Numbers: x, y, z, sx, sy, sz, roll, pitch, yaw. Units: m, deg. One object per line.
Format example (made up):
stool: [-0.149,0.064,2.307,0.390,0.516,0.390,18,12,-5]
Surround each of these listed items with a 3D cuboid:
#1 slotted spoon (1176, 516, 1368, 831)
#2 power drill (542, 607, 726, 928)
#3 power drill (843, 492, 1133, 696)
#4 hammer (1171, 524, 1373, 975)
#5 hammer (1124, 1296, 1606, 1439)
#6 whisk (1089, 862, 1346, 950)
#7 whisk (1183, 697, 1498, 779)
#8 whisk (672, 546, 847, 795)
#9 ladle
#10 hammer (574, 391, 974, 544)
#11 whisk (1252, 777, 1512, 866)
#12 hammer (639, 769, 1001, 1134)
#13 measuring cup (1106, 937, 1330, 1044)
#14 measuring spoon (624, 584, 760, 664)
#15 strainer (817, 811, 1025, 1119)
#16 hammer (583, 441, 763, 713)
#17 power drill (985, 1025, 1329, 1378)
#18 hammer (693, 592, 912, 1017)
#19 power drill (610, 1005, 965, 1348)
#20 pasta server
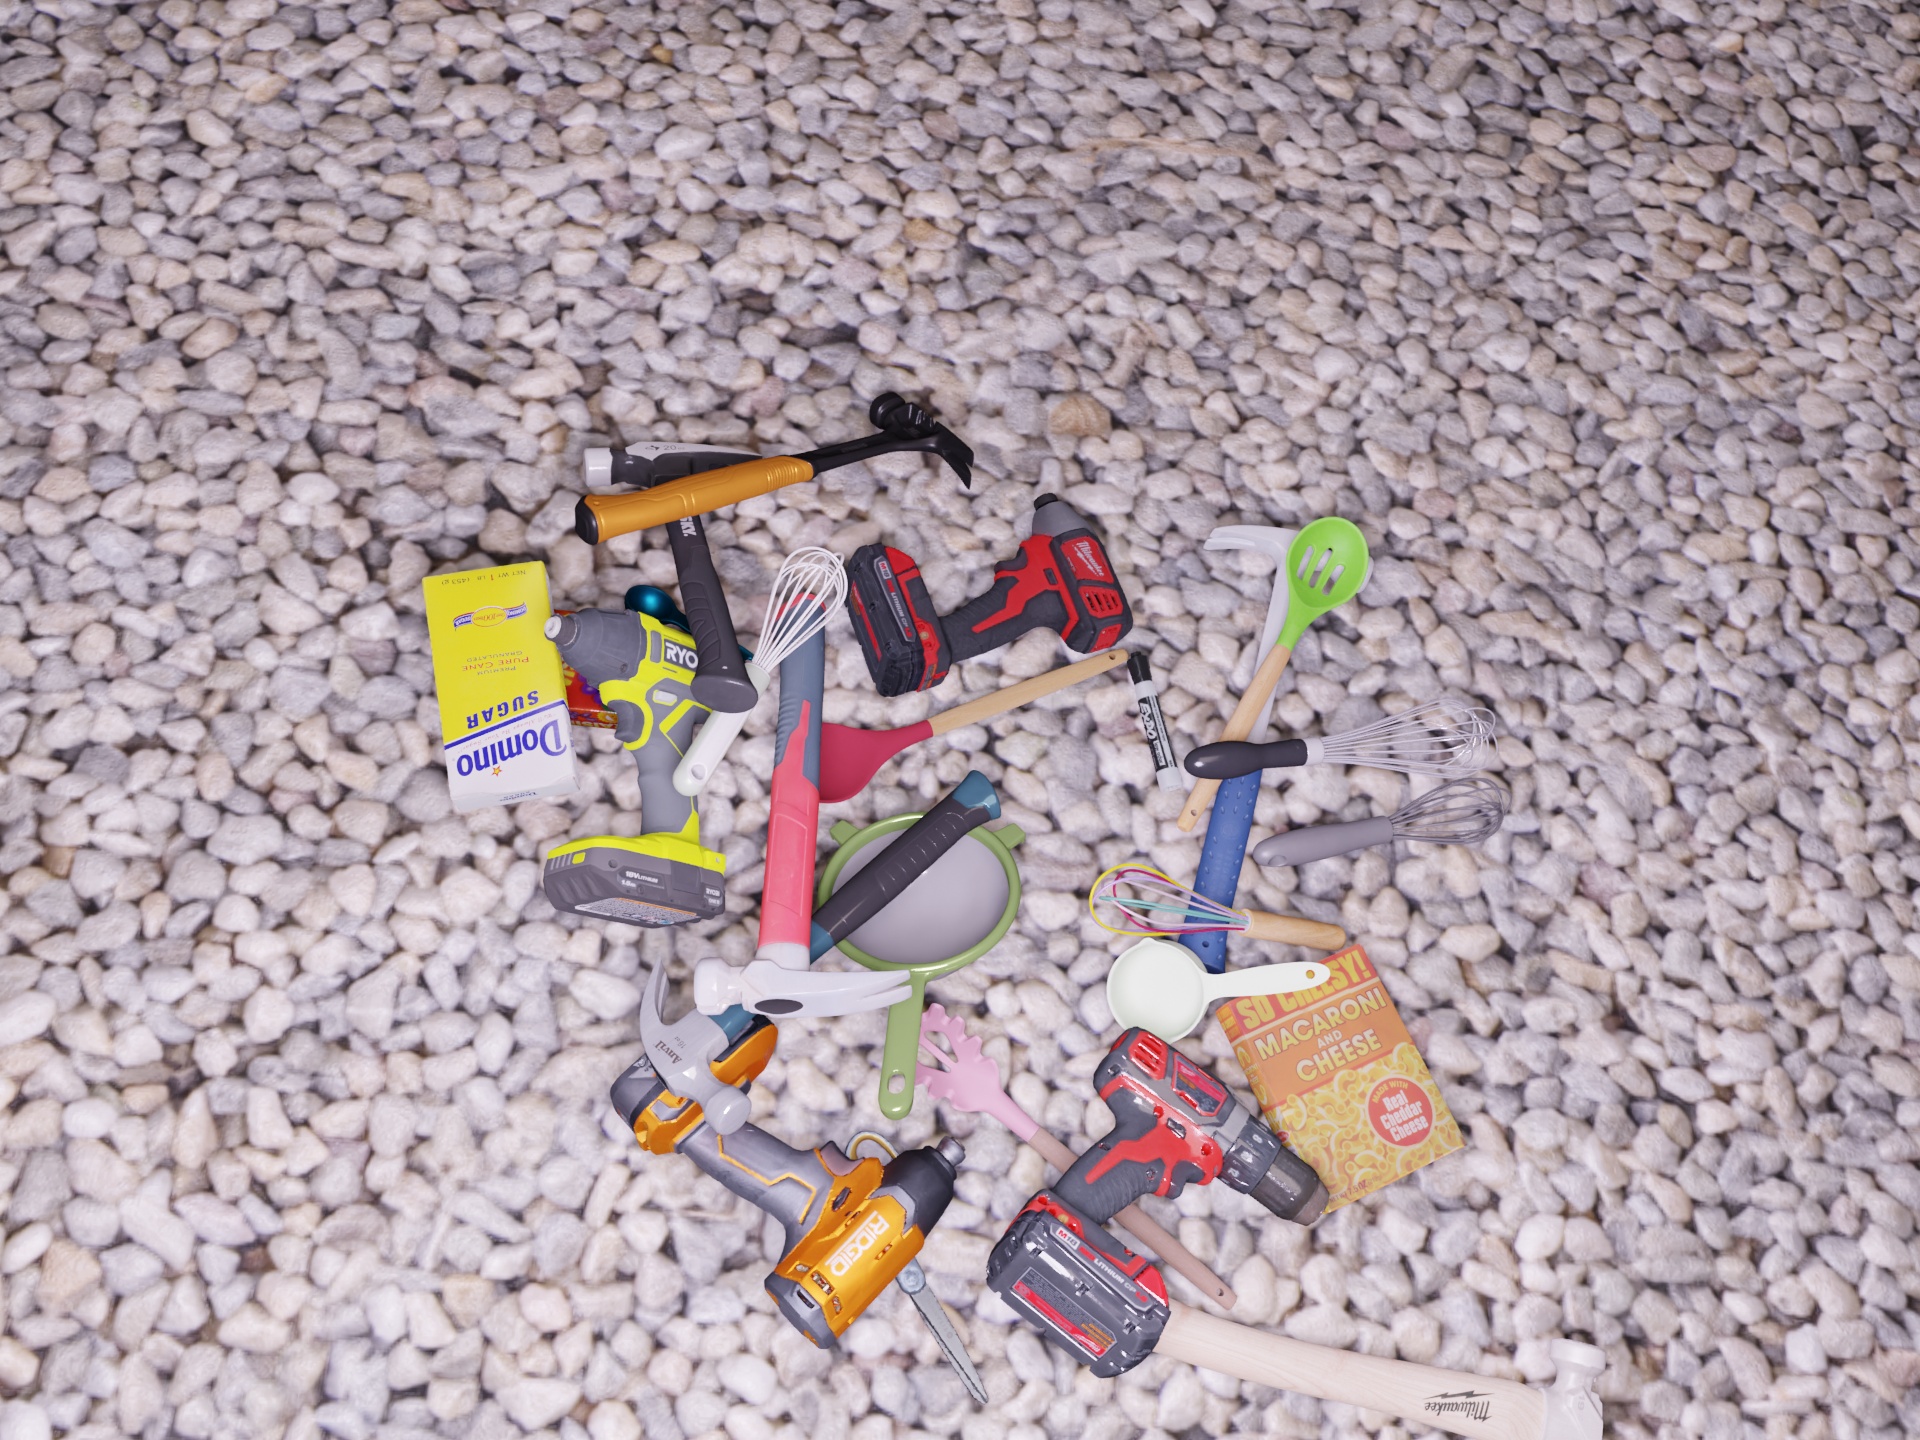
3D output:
slotted spoon: [0.251,-0.039,1.303,0.070,0.031,0.314,33,69,-3]
power drill: [-0.241,0.032,1.179,0.080,0.171,0.223,-16,66,34]
power drill: [0.022,-0.108,1.315,0.219,0.078,0.143,-15,70,-17]
hammer: [0.234,0.013,1.313,0.144,0.035,0.406,18,66,0]
hammer: [0.251,0.465,1.113,0.410,0.038,0.146,16,70,-3]
whisk: [0.200,0.147,1.203,0.244,0.051,0.047,13,68,-29]
whisk: [0.307,0.021,1.276,0.284,0.070,0.070,-5,68,-18]
whisk: [-0.151,-0.041,1.206,0.057,0.059,0.246,42,55,-22]
ladle: [-0.002,-0.004,1.293,0.315,0.031,0.069,-20,75,-17]
hammer: [-0.149,-0.194,1.279,0.337,0.034,0.127,-21,47,-33]
whisk: [0.341,0.086,1.278,0.239,0.055,0.055,-10,69,-19]
hammer: [-0.089,0.144,1.133,0.128,0.033,0.331,32,57,30]
measuring cup: [0.194,0.196,1.191,0.167,0.038,0.083,-10,86,19]
measuring spoon: [-0.218,-0.067,1.296,0.128,0.021,0.042,30,37,-4]
strainer: [-0.032,0.184,1.160,0.151,0.069,0.257,0,48,6]
hammer: [-0.200,-0.120,1.231,0.146,0.035,0.335,-4,41,-18]
power drill: [0.142,0.339,1.101,0.188,0.080,0.227,36,46,9]
hammer: [-0.107,0.047,1.176,0.143,0.038,0.387,-2,47,1]
power drill: [-0.115,0.296,1.110,0.227,0.084,0.164,42,67,16]
pasta server: [0.075,0.320,1.160,0.316,0.040,0.060,39,80,8]
